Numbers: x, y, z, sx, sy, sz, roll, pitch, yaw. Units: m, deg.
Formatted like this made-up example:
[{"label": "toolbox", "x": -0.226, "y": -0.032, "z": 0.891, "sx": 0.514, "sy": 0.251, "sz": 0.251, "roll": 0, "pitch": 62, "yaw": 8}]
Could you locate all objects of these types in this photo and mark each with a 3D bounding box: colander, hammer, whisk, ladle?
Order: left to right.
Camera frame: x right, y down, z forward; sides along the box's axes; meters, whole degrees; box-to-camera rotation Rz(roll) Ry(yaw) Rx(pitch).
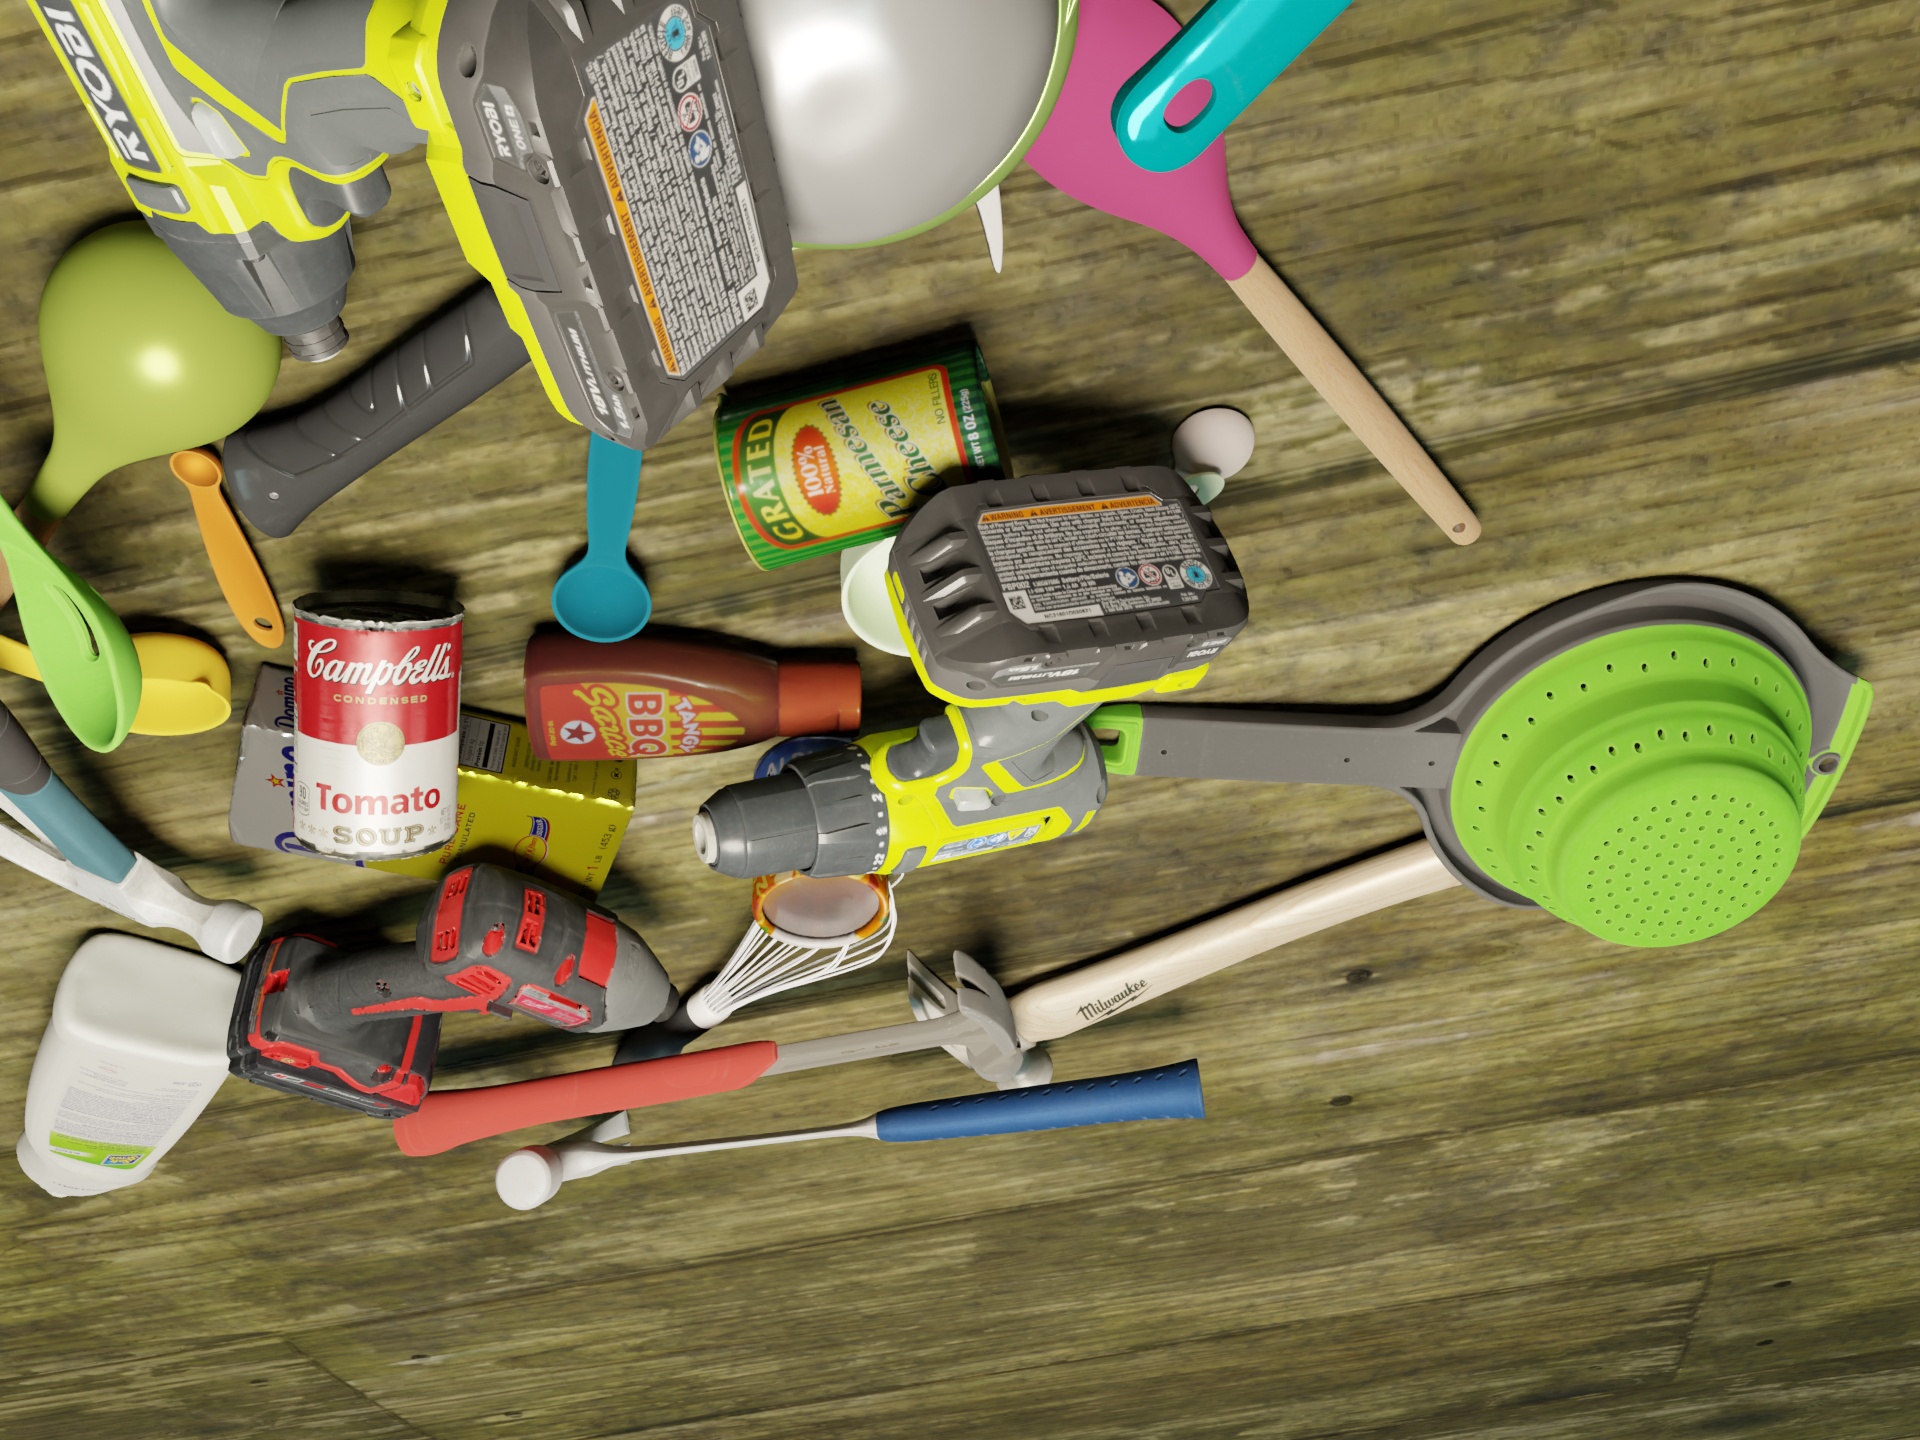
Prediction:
[{"label": "hammer", "x": -0.391, "y": 0.015, "z": 0.652, "sx": 0.128, "sy": 0.033, "sz": 0.330, "roll": 22, "pitch": 153, "yaw": 4}, {"label": "ladle", "x": -0.366, "y": -0.080, "z": 0.630, "sx": 0.078, "sy": 0.062, "sz": 0.320, "roll": 35, "pitch": 132, "yaw": -29}, {"label": "hammer", "x": -0.139, "y": -0.152, "z": 0.572, "sx": 0.335, "sy": 0.035, "sz": 0.146, "roll": -26, "pitch": 134, "yaw": 22}, {"label": "hammer", "x": -0.149, "y": 0.195, "z": 0.888, "sx": 0.359, "sy": 0.037, "sz": 0.149, "roll": -11, "pitch": 151, "yaw": 7}, {"label": "whisk", "x": -0.124, "y": 0.150, "z": 0.899, "sx": 0.070, "sy": 0.070, "sz": 0.284, "roll": 24, "pitch": 135, "yaw": -29}, {"label": "hammer", "x": -0.058, "y": 0.242, "z": 0.954, "sx": 0.405, "sy": 0.035, "sz": 0.144, "roll": -8, "pitch": 174, "yaw": 7}, {"label": "hammer", "x": 0.168, "y": 0.113, "z": 0.906, "sx": 0.410, "sy": 0.038, "sz": 0.146, "roll": -24, "pitch": 134, "yaw": 19}, {"label": "colander", "x": 0.251, "y": 0.038, "z": 0.765, "sx": 0.397, "sy": 0.095, "sz": 0.204, "roll": 2, "pitch": 126, "yaw": -3}]

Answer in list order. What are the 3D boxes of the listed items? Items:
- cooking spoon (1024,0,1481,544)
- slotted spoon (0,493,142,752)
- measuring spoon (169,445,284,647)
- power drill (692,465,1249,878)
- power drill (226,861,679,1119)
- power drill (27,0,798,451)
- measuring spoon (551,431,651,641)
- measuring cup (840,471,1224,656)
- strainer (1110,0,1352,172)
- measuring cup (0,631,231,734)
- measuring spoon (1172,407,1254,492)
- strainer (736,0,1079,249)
[{"label": "cooking spoon", "x": 0.121, "y": -0.158, "z": 0.608, "sx": 0.068, "sy": 0.017, "sz": 0.318, "roll": -32, "pitch": 132, "yaw": 27}, {"label": "slotted spoon", "x": -0.356, "y": -0.124, "z": 0.534, "sx": 0.070, "sy": 0.031, "sz": 0.313, "roll": 13, "pitch": 132, "yaw": 35}, {"label": "measuring spoon", "x": -0.303, "y": -0.071, "z": 0.664, "sx": 0.021, "sy": 0.011, "sz": 0.116, "roll": 5, "pitch": 141, "yaw": 0}, {"label": "power drill", "x": -0.001, "y": -0.002, "z": 0.658, "sx": 0.190, "sy": 0.080, "sz": 0.228, "roll": -9, "pitch": 155, "yaw": -26}, {"label": "power drill", "x": -0.258, "y": 0.141, "z": 0.820, "sx": 0.219, "sy": 0.079, "sz": 0.143, "roll": -20, "pitch": 144, "yaw": 31}, {"label": "power drill", "x": -0.164, "y": -0.162, "z": 0.461, "sx": 0.223, "sy": 0.080, "sz": 0.171, "roll": 20, "pitch": 144, "yaw": 26}, {"label": "measuring spoon", "x": -0.145, "y": -0.089, "z": 0.661, "sx": 0.042, "sy": 0.021, "sz": 0.128, "roll": 6, "pitch": 128, "yaw": -12}, {"label": "measuring cup", "x": 0.028, "y": -0.081, "z": 0.672, "sx": 0.167, "sy": 0.038, "sz": 0.083, "roll": -20, "pitch": 139, "yaw": 9}, {"label": "strainer", "x": 0.159, "y": -0.283, "z": 0.401, "sx": 0.210, "sy": 0.095, "sz": 0.340, "roll": 32, "pitch": 120, "yaw": -33}, {"label": "measuring cup", "x": -0.375, "y": -0.033, "z": 0.656, "sx": 0.062, "sy": 0.029, "sz": 0.156, "roll": -21, "pitch": 151, "yaw": 26}, {"label": "measuring spoon", "x": 0.087, "y": -0.083, "z": 0.688, "sx": 0.034, "sy": 0.018, "sz": 0.124, "roll": 14, "pitch": 136, "yaw": -21}, {"label": "strainer", "x": 0.015, "y": -0.207, "z": 0.454, "sx": 0.256, "sy": 0.069, "sz": 0.151, "roll": -16, "pitch": 136, "yaw": 9}]
